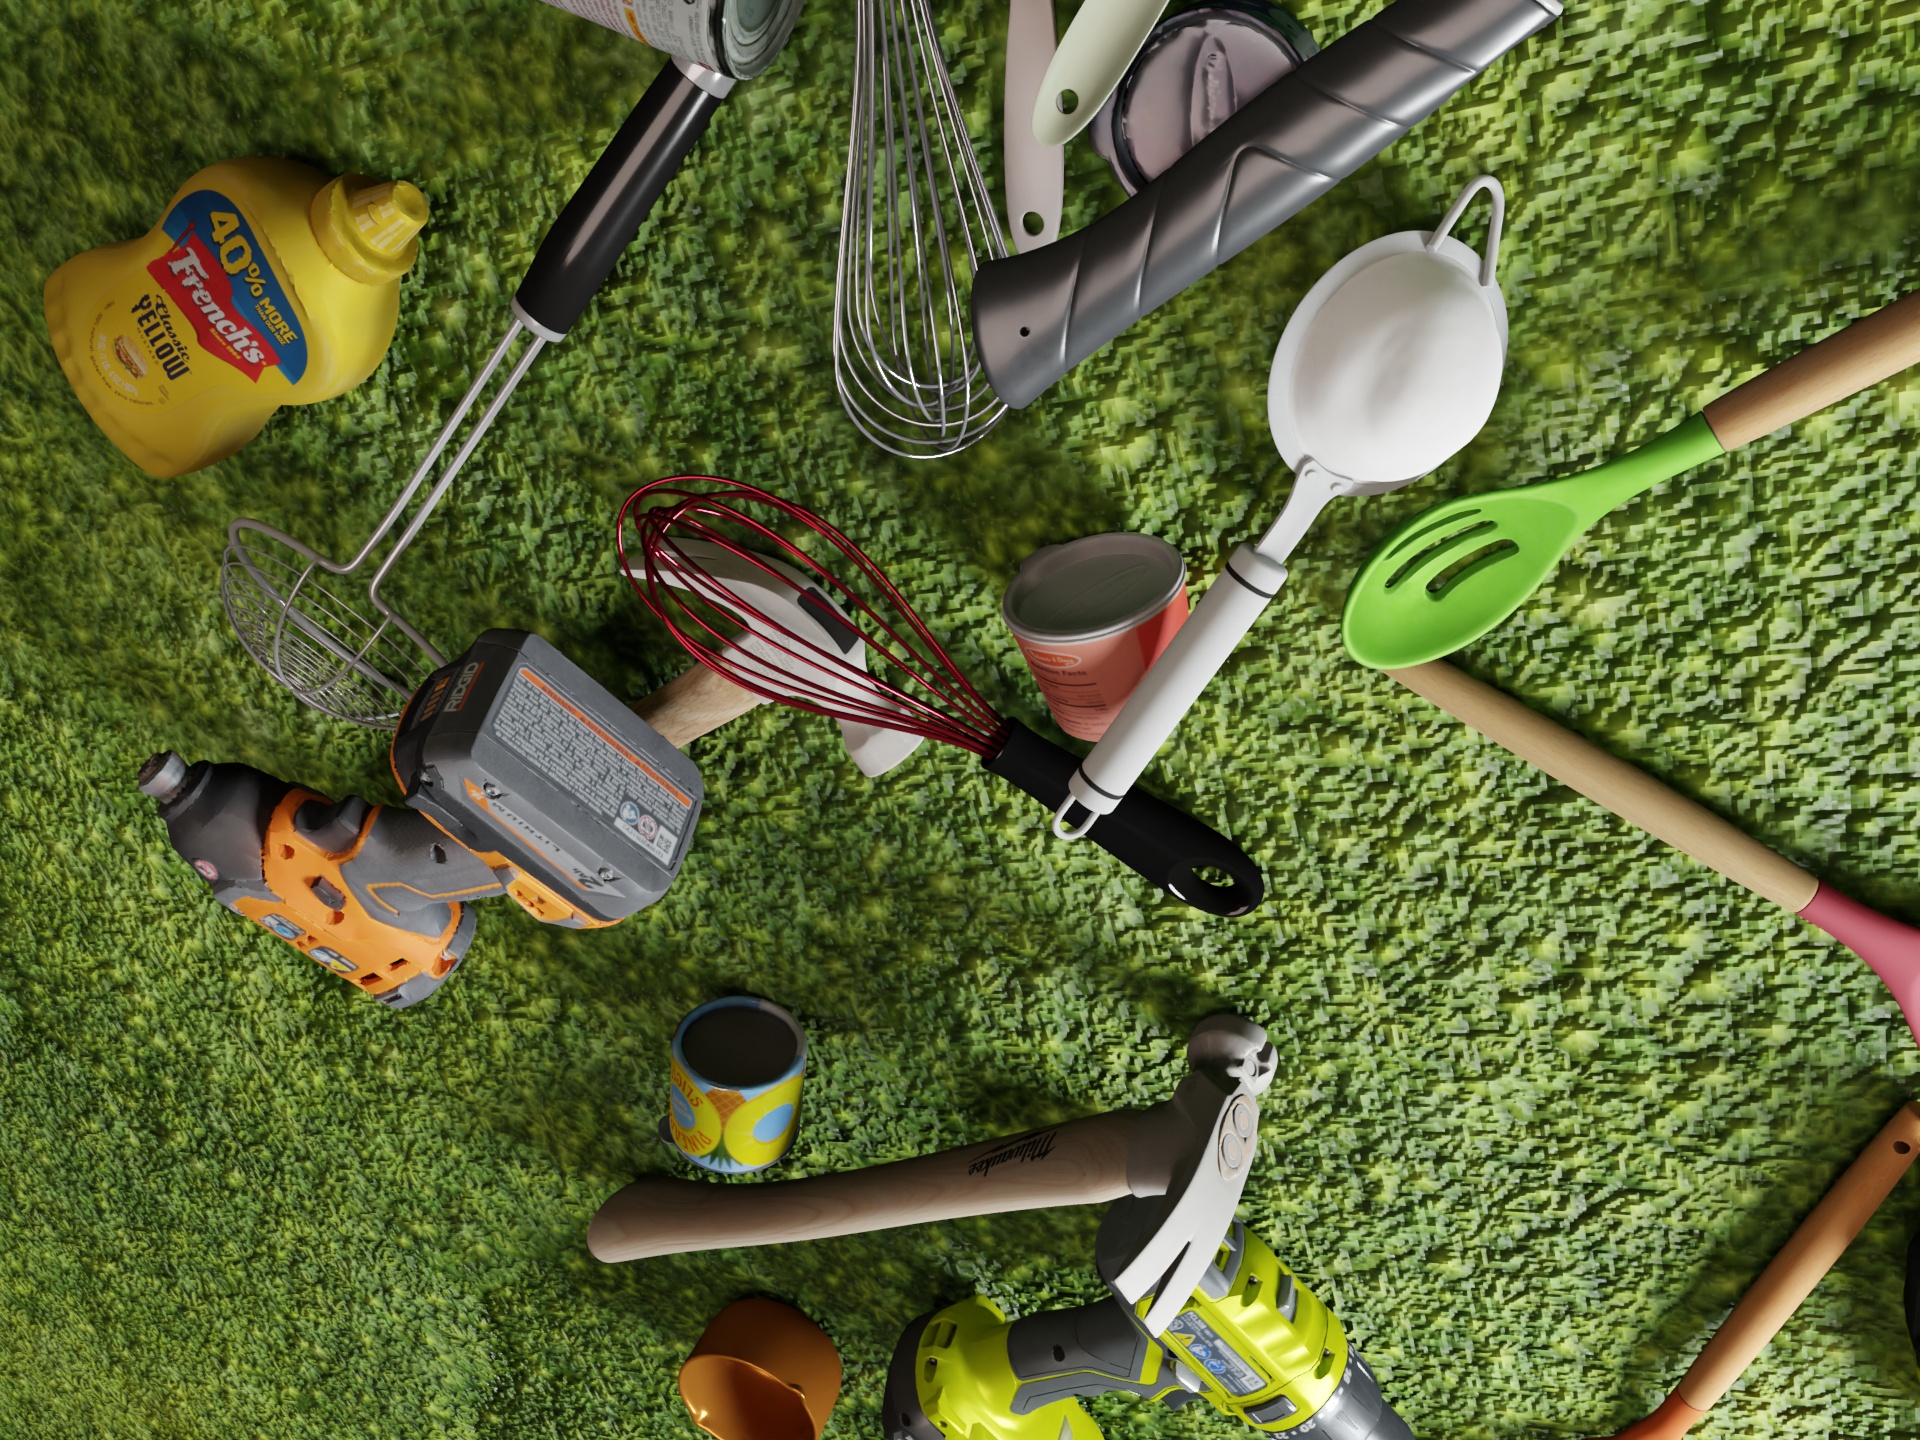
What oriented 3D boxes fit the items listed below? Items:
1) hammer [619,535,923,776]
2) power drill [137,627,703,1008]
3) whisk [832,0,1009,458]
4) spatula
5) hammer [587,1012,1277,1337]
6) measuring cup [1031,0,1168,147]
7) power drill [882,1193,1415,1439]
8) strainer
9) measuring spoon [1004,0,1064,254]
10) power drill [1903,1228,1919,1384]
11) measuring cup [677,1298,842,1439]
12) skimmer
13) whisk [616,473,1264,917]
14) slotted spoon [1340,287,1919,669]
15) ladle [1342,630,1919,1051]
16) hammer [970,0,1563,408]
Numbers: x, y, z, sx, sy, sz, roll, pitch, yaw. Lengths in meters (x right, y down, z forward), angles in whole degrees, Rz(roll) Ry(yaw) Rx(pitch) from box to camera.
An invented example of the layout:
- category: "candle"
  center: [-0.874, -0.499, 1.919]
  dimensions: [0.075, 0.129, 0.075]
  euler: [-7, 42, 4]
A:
- category: "hammer"
  center: [-0.174, 0.020, 0.732]
  dimensions: [0.331, 0.031, 0.130]
  euler: [-27, 107, 34]
- category: "power drill"
  center: [-0.241, 0.043, 0.686]
  dimensions: [0.226, 0.084, 0.164]
  euler: [-22, 129, 35]
- category: "whisk"
  center: [-0.022, -0.222, 0.503]
  dimensions: [0.070, 0.070, 0.284]
  euler: [4, 116, 21]
- category: "spatula"
  center: [0.320, 0.278, 0.673]
  dimensions: [0.081, 0.041, 0.322]
  euler: [30, 127, 22]
- category: "hammer"
  center: [-0.047, 0.233, 0.755]
  dimensions: [0.410, 0.146, 0.038]
  euler: [-21, 111, 37]
- category: "measuring cup"
  center: [0.073, -0.236, 0.448]
  dimensions: [0.083, 0.038, 0.167]
  euler: [39, 119, 3]
- category: "power drill"
  center: [0.091, 0.333, 0.786]
  dimensions: [0.190, 0.080, 0.228]
  euler: [47, 124, -10]
- category: "strainer"
  center: [0.104, -0.054, 0.521]
  dimensions: [0.086, 0.050, 0.258]
  euler: [19, 118, -30]
- category: "measuring spoon"
  center: [0.021, -0.208, 0.514]
  dimensions: [0.034, 0.018, 0.124]
  euler: [9, 124, 18]
- category: "power drill"
  center: [0.466, 0.235, 0.563]
  dimensions: [0.223, 0.080, 0.171]
  euler: [-10, 115, 32]
- category: "measuring cup"
  center: [-0.085, 0.406, 0.922]
  dimensions: [0.095, 0.052, 0.173]
  euler: [-31, 106, 35]
- category: "skimmer"
  center: [-0.193, -0.126, 0.651]
  dimensions: [0.127, 0.090, 0.363]
  euler: [39, 117, -10]
- category: "whisk"
  center: [-0.001, -0.002, 0.612]
  dimensions: [0.295, 0.073, 0.073]
  euler: [32, 128, -13]
- category: "slotted spoon"
  center: [0.251, -0.099, 0.475]
  dimensions: [0.314, 0.031, 0.070]
  euler: [-29, 139, 31]
- category: "ladle"
  center: [0.274, 0.049, 0.561]
  dimensions: [0.315, 0.031, 0.069]
  euler: [32, 125, 5]
- category: "hammer"
  center: [0.163, -0.199, 0.412]
  dimensions: [0.409, 0.036, 0.149]
  euler: [-30, 105, 31]
